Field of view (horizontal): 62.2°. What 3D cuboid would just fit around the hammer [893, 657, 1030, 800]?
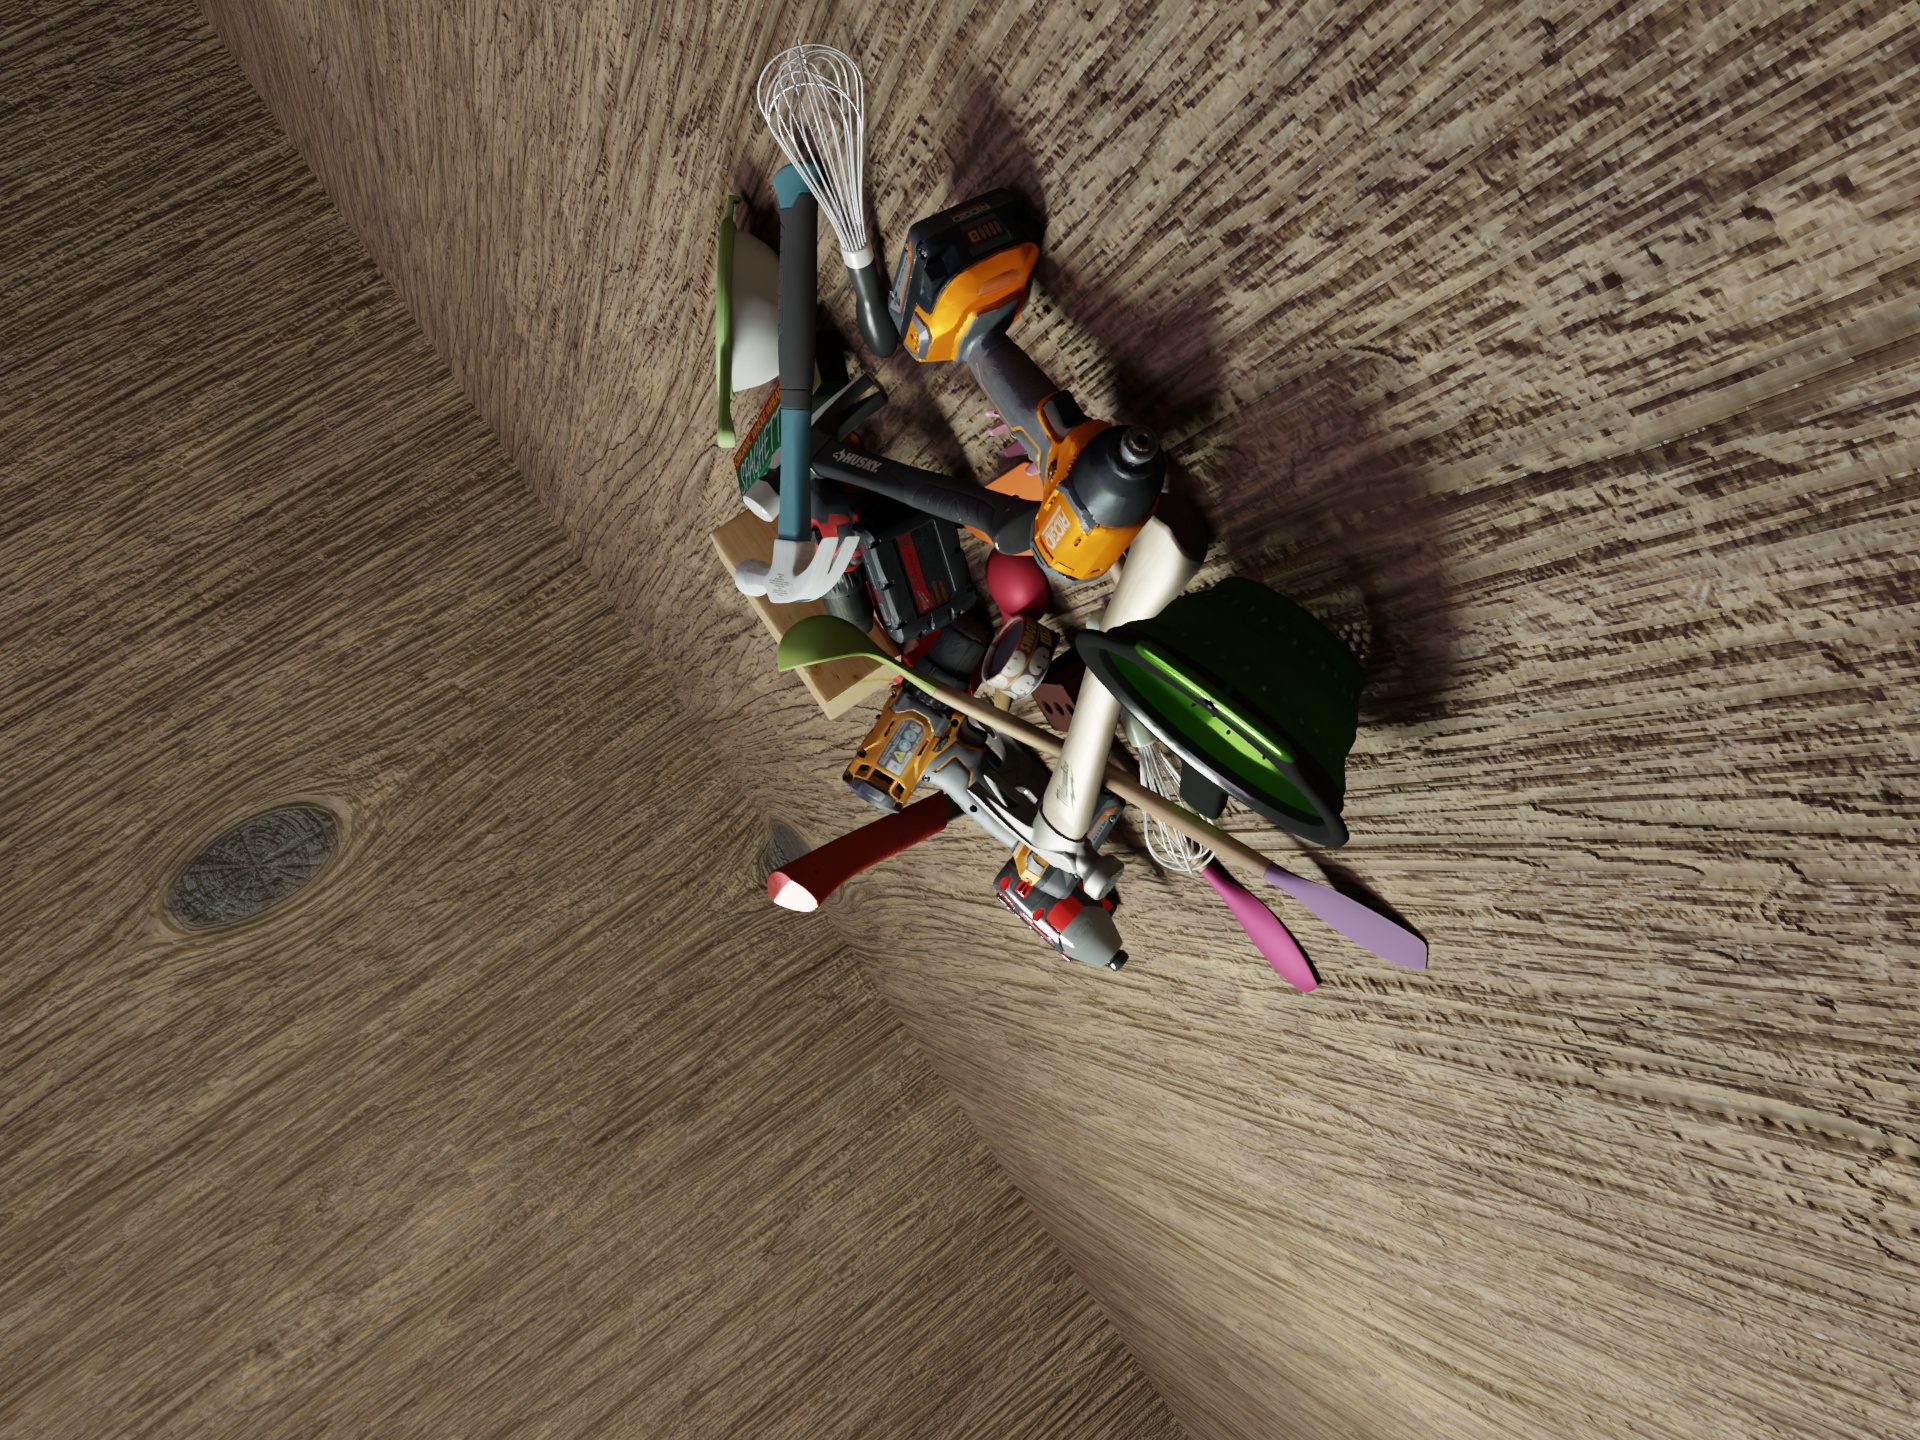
[{"bbox_3d":[-0.033,-0.023,1.675,0.386,0.038,0.143,46,-176,12],"label":"hammer"}]

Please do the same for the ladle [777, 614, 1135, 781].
[{"bbox_3d":[-0.002,-0.004,1.333,0.320,0.062,0.078,26,180,-6],"label":"ladle"}]

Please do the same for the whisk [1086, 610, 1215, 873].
[{"bbox_3d":[0.149,0.021,1.268,0.058,0.059,0.246,-72,-37,-60],"label":"whisk"}]

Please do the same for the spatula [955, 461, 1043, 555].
[{"bbox_3d":[0.002,-0.174,1.334,0.081,0.041,0.323,60,167,-18],"label":"spatula"}]

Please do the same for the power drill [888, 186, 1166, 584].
[{"bbox_3d":[0.048,-0.208,0.982,0.226,0.084,0.164,60,163,7],"label":"power drill"}]

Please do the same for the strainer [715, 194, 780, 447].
[{"bbox_3d":[-0.167,-0.309,1.317,0.151,0.069,0.257,98,170,-46],"label":"strainer"}]

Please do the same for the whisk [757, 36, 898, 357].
[{"bbox_3d":[-0.080,-0.361,1.137,0.070,0.070,0.284,45,167,29],"label":"whisk"}]

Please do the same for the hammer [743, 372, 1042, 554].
[{"bbox_3d":[-0.039,-0.186,1.222,0.335,0.146,0.035,27,164,50],"label":"hammer"}]

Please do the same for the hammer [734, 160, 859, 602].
[{"bbox_3d":[-0.127,-0.253,1.218,0.128,0.033,0.331,15,108,47],"label":"hammer"}]

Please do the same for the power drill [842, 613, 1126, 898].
[{"bbox_3d":[0.034,0.031,1.397,0.226,0.185,0.084,30,-171,-4],"label":"power drill"}]

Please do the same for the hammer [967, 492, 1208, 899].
[{"bbox_3d":[0.097,-0.020,1.179,0.146,0.038,0.410,38,146,18],"label":"hammer"}]

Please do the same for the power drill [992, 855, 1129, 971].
[{"bbox_3d":[0.100,0.184,1.552,0.143,0.078,0.219,41,178,4],"label":"power drill"}]

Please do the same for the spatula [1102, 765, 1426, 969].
[{"bbox_3d":[0.214,0.103,1.212,0.316,0.018,0.059,31,155,31],"label":"spatula"}]

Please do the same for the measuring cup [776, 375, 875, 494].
[{"bbox_3d":[-0.147,-0.266,1.505,0.174,0.052,0.095,50,164,8],"label":"measuring cup"}]

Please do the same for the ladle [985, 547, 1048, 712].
[{"bbox_3d":[0.042,-0.066,1.430,0.069,0.031,0.315,46,164,16],"label":"ladle"}]

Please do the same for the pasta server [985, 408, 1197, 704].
[{"bbox_3d":[0.114,-0.094,1.145,0.316,0.040,0.060,59,173,-18],"label":"pasta server"}]

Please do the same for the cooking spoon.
[{"bbox_3d":[0.193,0.106,1.358,0.319,0.017,0.068,51,163,11],"label":"cooking spoon"}]

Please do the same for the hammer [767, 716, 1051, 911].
[{"bbox_3d":[-0.046,0.086,1.461,0.149,0.359,0.036,50,130,15],"label":"hammer"}]

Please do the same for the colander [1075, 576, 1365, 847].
[{"bbox_3d":[0.186,-0.004,1.049,0.204,0.094,0.397,38,175,13],"label":"colander"}]

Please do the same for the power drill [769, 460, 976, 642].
[{"bbox_3d":[-0.080,-0.137,1.384,0.227,0.080,0.187,30,143,54],"label":"power drill"}]
